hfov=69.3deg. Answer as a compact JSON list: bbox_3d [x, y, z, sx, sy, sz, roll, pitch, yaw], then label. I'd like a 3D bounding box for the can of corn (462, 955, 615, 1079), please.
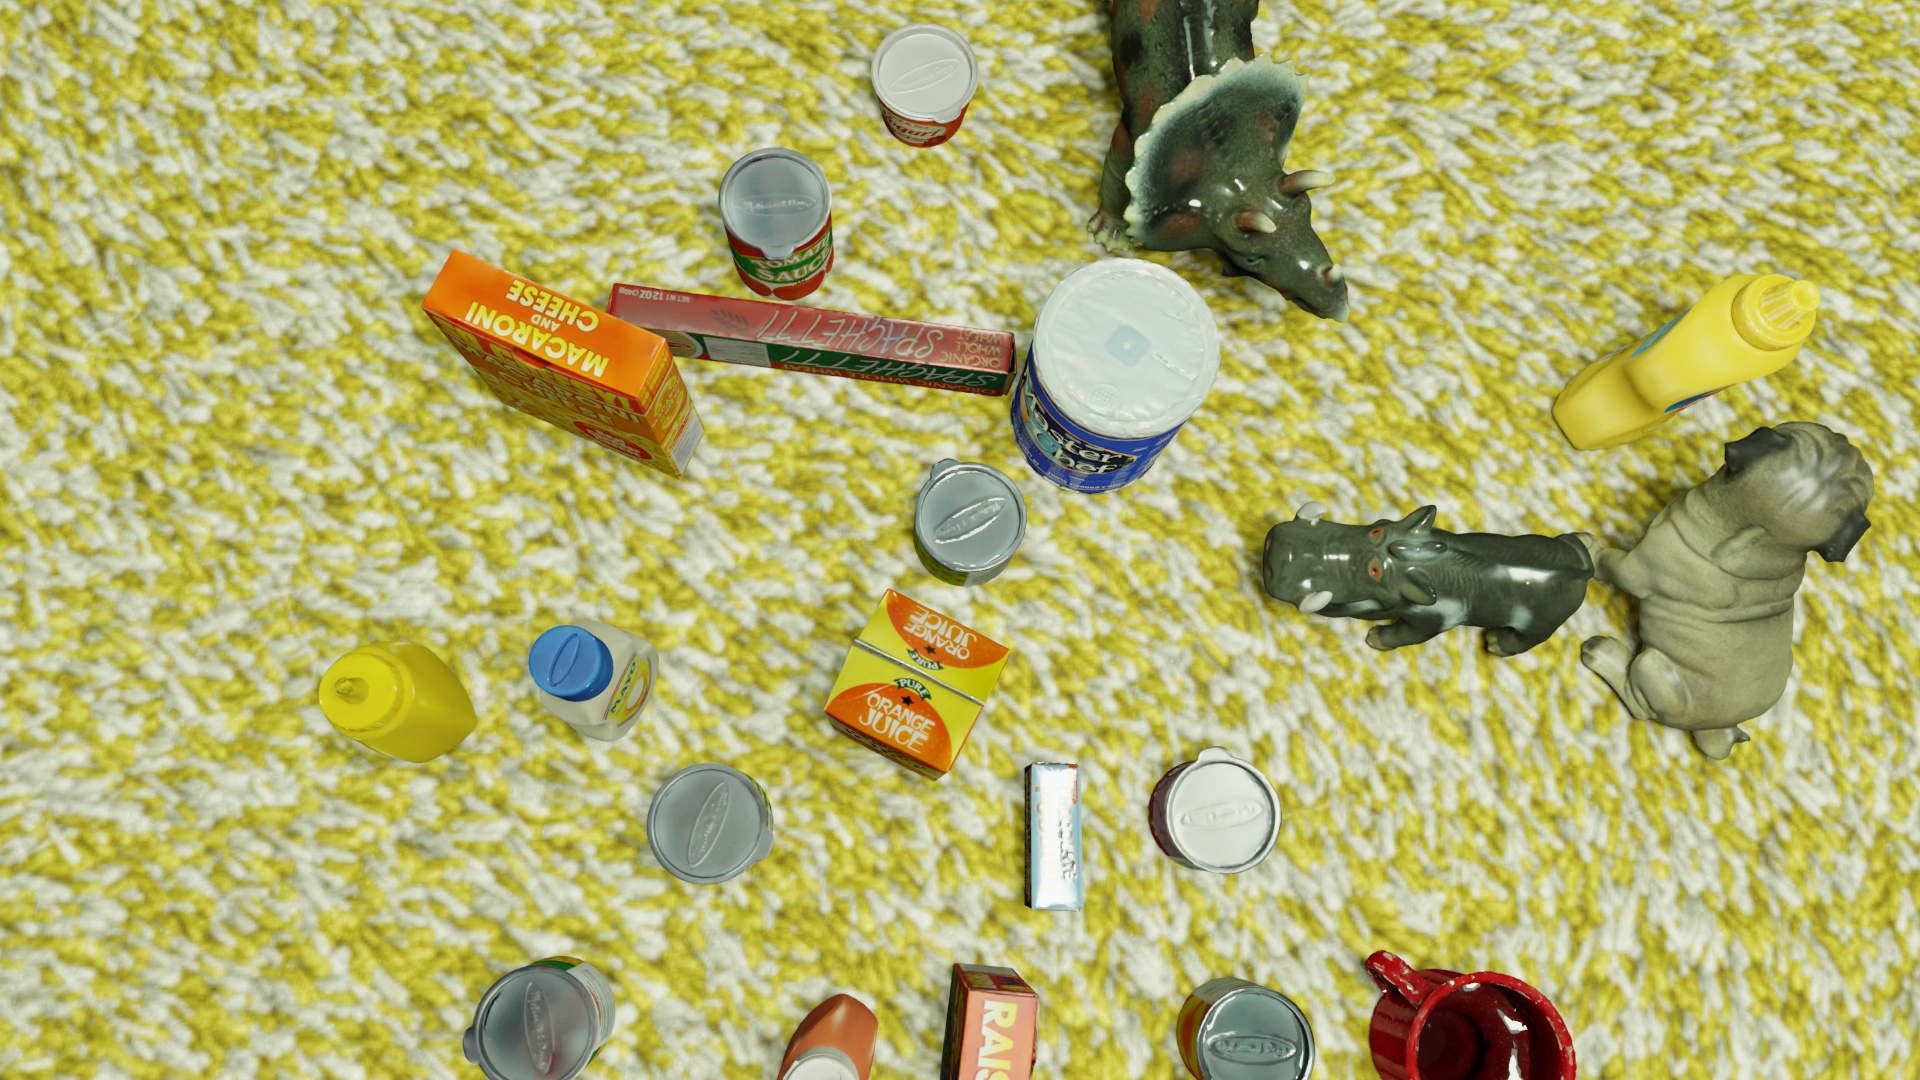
[{"bbox_3d":[-0.230,0.266,0.765,0.071,0.058,0.071,1,78,-3],"label":"can of corn"}]

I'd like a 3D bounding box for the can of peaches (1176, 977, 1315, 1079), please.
[{"bbox_3d":[0.159,0.286,0.785,0.071,0.058,0.071,1,78,-3],"label":"can of peaches"}]

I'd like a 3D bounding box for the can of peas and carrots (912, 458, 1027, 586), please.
[{"bbox_3d":[0.003,-0.011,0.838,0.071,0.058,0.071,1,78,-3],"label":"can of peas and carrots"}]

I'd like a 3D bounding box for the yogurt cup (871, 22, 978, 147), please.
[{"bbox_3d":[-0.024,-0.291,0.899,0.072,0.054,0.072,1,78,-3],"label":"yogurt cup"}]

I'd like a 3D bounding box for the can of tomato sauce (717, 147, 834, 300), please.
[{"bbox_3d":[-0.111,-0.191,0.857,0.071,0.083,0.071,1,78,-3],"label":"can of tomato sauce"}]

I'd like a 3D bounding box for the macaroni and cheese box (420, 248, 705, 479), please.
[{"bbox_3d":[-0.217,-0.093,0.787,0.124,0.166,0.040,23,78,1],"label":"macaroni and cheese box"}]

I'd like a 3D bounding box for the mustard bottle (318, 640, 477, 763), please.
[{"bbox_3d":[-0.308,0.084,0.747,0.049,0.160,0.065,-35,83,-9],"label":"mustard bottle"}]

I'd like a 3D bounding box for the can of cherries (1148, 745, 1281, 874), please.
[{"bbox_3d":[0.147,0.157,0.811,0.071,0.058,0.071,1,78,-3],"label":"can of cherries"}]

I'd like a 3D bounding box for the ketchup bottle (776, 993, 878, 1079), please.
[{"bbox_3d":[-0.071,0.277,0.726,0.043,0.148,0.065,36,79,4],"label":"ketchup bottle"}]

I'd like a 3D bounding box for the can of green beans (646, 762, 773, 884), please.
[{"bbox_3d":[-0.141,0.162,0.793,0.071,0.057,0.071,1,78,-3],"label":"can of green beans"}]

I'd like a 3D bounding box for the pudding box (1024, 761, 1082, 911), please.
[{"bbox_3d":[0.054,0.172,0.807,0.030,0.049,0.084,1,78,-3],"label":"pudding box"}]

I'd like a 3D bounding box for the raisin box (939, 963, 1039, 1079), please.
[{"bbox_3d":[0.014,0.278,0.744,0.040,0.123,0.086,8,78,-2],"label":"raisin box"}]

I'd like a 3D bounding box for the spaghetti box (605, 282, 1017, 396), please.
[{"bbox_3d":[-0.090,-0.123,0.861,0.250,0.050,0.029,7,78,-2],"label":"spaghetti box"}]

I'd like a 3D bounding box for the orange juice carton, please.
[{"bbox_3d":[-0.024,0.080,0.749,0.072,0.192,0.073,27,78,2],"label":"orange juice carton"}]

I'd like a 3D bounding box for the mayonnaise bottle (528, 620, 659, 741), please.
[{"bbox_3d":[-0.201,0.074,0.762,0.041,0.147,0.065,23,78,1],"label":"mayonnaise bottle"}]
